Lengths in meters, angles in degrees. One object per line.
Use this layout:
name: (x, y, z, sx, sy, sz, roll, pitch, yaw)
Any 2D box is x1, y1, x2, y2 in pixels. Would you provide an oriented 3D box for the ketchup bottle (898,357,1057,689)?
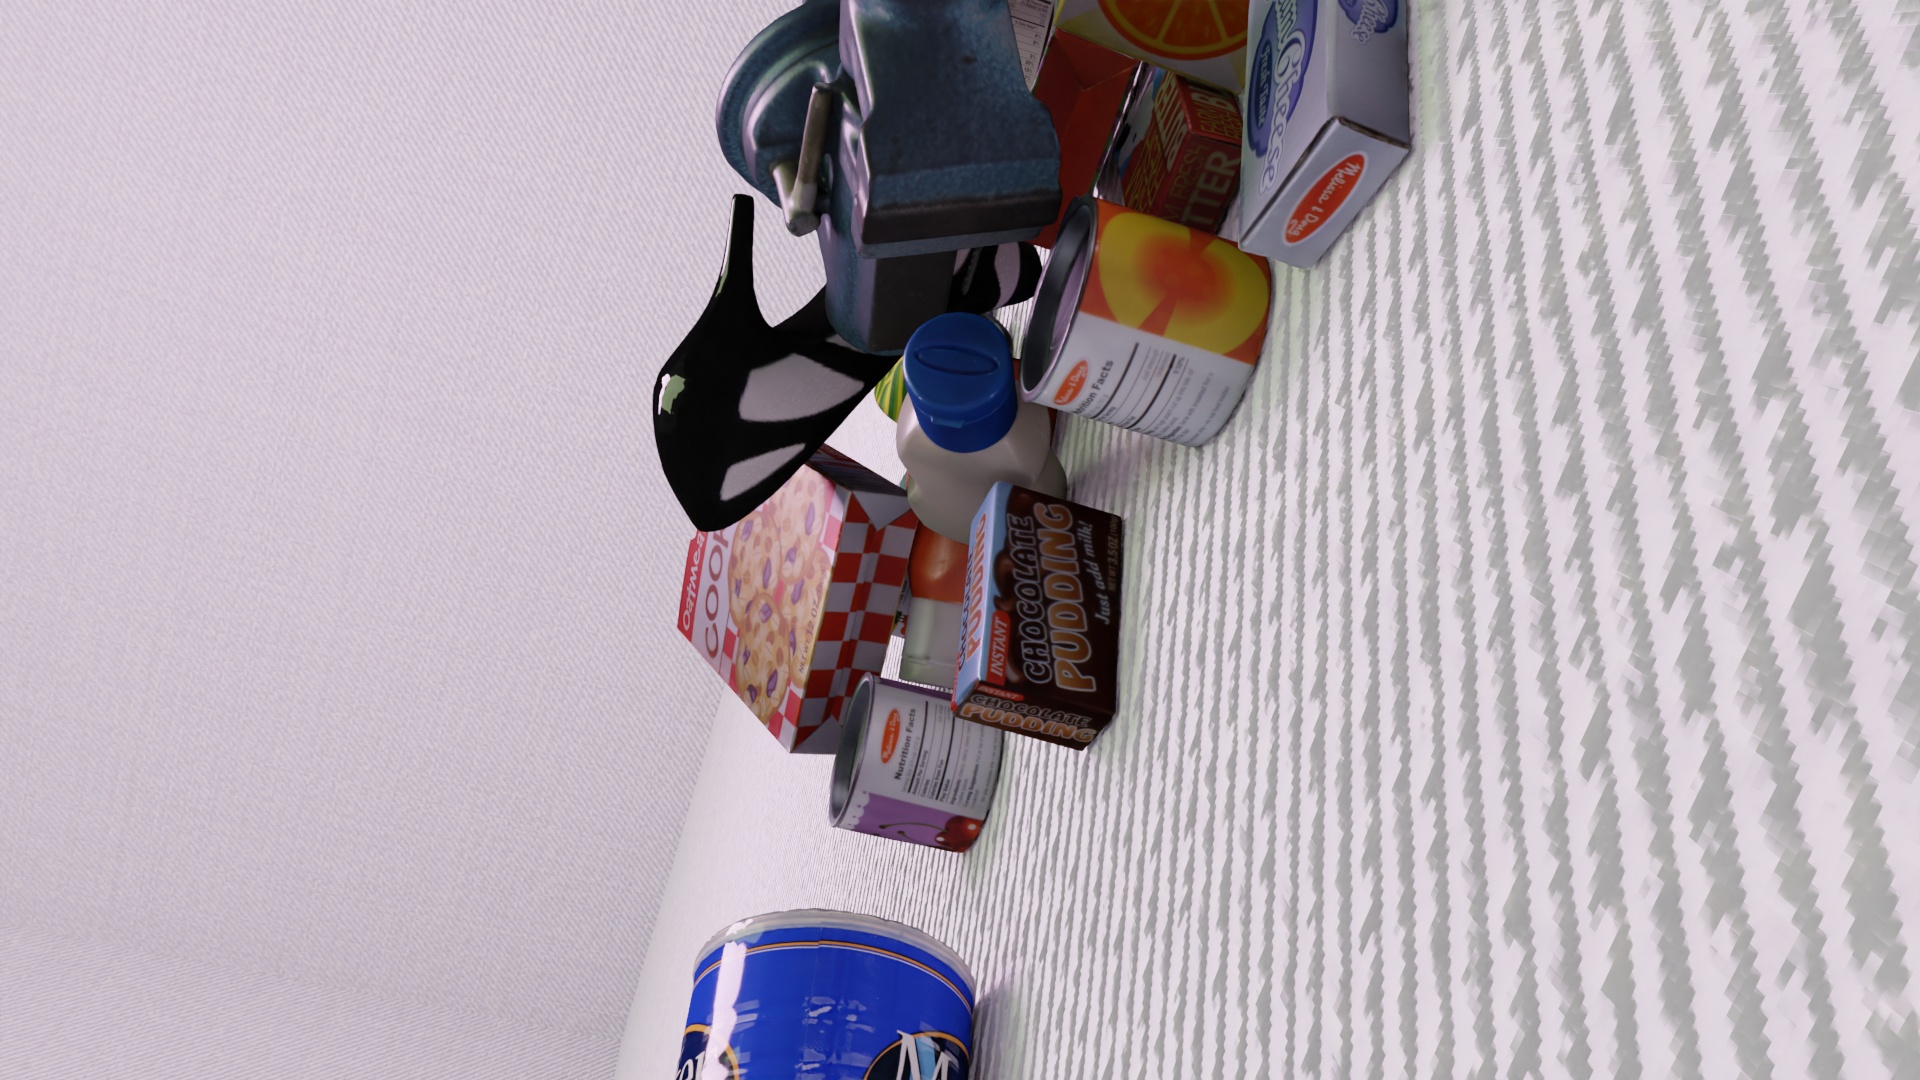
ketchup bottle: (0.002, -0.008, 0.625, 0.043, 0.065, 0.149, 19, -100, -57)

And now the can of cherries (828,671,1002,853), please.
can of cherries: (-0.020, 0.095, 0.591, 0.071, 0.058, 0.071, -164, 88, -79)

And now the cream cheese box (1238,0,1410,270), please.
cream cheese box: (0.100, -0.132, 0.385, 0.053, 0.024, 0.104, 124, 158, -59)

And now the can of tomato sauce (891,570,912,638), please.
can of tomato sauce: (-0.042, 0.016, 0.744, 0.071, 0.083, 0.071, -163, 88, -79)

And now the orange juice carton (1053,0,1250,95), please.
orange juice carton: (0.097, -0.248, 0.433, 0.191, 0.073, 0.072, 117, 164, -46)

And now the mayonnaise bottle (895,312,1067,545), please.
mayonnaise bottle: (0.006, -0.036, 0.519, 0.147, 0.065, 0.041, 73, -151, -71)

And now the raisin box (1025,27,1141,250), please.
raisin box: (0.050, -0.186, 0.613, 0.124, 0.040, 0.085, -68, -2, -61)

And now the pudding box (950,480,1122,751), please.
pudding box: (0.026, 0.024, 0.473, 0.030, 0.050, 0.084, 121, 162, -50)

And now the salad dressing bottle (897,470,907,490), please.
salad dressing bottle: (-0.034, -0.002, 0.801, 0.147, 0.064, 0.044, -55, 29, 40)

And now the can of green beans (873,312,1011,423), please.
can of green beans: (-0.011, -0.099, 0.793, 0.071, 0.071, 0.057, -91, 18, -56)

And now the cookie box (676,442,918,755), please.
cookie box: (-0.086, 0.014, 0.675, 0.168, 0.040, 0.122, 31, 111, 56)

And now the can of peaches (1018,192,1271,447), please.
can of peaches: (0.056, -0.069, 0.431, 0.071, 0.058, 0.071, -162, 88, -80)

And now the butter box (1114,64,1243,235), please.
butter box: (0.079, -0.142, 0.506, 0.104, 0.024, 0.052, -88, 16, -53)

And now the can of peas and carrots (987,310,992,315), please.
can of peas and carrots: (-0.019, -0.139, 0.881, 0.058, 0.071, 0.071, -172, 97, -80)
